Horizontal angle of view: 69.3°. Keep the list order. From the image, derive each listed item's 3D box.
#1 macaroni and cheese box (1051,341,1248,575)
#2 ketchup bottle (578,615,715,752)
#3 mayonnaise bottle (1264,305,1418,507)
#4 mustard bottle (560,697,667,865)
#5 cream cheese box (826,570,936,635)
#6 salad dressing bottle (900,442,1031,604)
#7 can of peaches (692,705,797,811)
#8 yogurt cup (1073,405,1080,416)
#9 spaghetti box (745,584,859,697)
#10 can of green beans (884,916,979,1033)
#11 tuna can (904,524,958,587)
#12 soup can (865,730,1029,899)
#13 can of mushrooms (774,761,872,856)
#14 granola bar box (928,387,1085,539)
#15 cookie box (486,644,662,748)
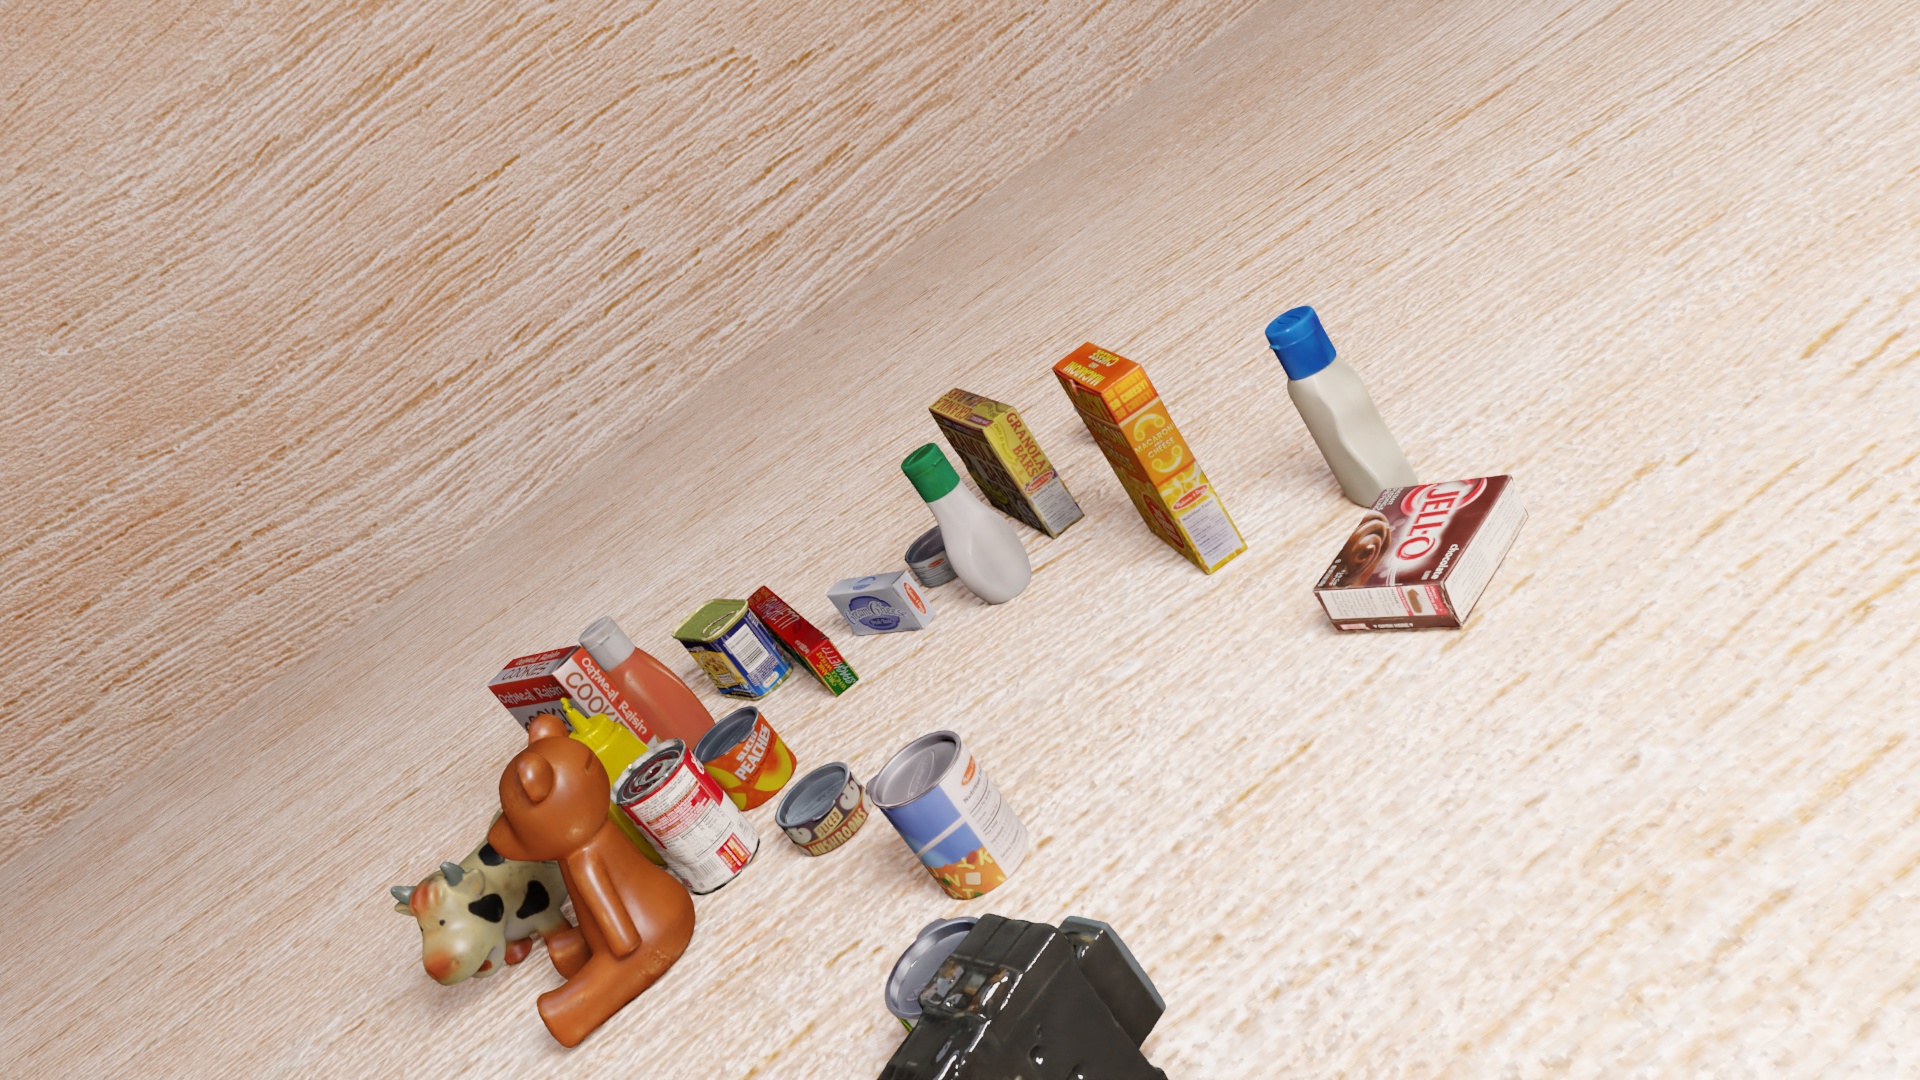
[{"bbox_3d":[0.140,-0.064,1.050,0.040,0.166,0.124,-35,20,-2],"label":"macaroni and cheese box"},{"bbox_3d":[-0.293,0.137,1.284,0.065,0.148,0.043,-40,21,-15],"label":"ketchup bottle"},{"bbox_3d":[0.259,-0.091,0.956,0.041,0.147,0.065,-37,20,-8],"label":"mayonnaise bottle"},{"bbox_3d":[-0.273,0.189,1.119,0.048,0.160,0.065,-7,34,52],"label":"mustard bottle"},{"bbox_3d":[-0.073,0.058,1.264,0.103,0.053,0.024,-9,32,49],"label":"cream cheese box"},{"bbox_3d":[0.004,-0.015,1.174,0.044,0.147,0.064,-7,33,51],"label":"salad dressing bottle"},{"bbox_3d":[-0.175,0.179,1.140,0.071,0.058,0.071,-30,21,12],"label":"can of peaches"},{"bbox_3d":[0.150,-0.124,1.333,0.072,0.054,0.073,-30,21,12],"label":"yogurt cup"},{"bbox_3d":[-0.155,0.091,1.319,0.029,0.050,0.250,-39,21,-11],"label":"spaghetti box"},{"bbox_3d":[0.003,0.242,0.727,0.071,0.057,0.071,-30,21,12],"label":"can of green beans"},{"bbox_3d":[-0.016,0.011,1.313,0.071,0.032,0.071,-30,21,12],"label":"tuna can"},{"bbox_3d":[-0.008,0.172,0.865,0.071,0.083,0.071,-30,20,12],"label":"soup can"},{"bbox_3d":[-0.099,0.198,1.018,0.071,0.033,0.071,-30,21,12],"label":"can of mushrooms"},{"bbox_3d":[0.039,-0.074,1.289,0.039,0.124,0.166,-37,20,-8],"label":"granola bar box"},{"bbox_3d":[-0.328,0.171,1.233,0.122,0.167,0.040,-14,29,44],"label":"cookie box"}]
